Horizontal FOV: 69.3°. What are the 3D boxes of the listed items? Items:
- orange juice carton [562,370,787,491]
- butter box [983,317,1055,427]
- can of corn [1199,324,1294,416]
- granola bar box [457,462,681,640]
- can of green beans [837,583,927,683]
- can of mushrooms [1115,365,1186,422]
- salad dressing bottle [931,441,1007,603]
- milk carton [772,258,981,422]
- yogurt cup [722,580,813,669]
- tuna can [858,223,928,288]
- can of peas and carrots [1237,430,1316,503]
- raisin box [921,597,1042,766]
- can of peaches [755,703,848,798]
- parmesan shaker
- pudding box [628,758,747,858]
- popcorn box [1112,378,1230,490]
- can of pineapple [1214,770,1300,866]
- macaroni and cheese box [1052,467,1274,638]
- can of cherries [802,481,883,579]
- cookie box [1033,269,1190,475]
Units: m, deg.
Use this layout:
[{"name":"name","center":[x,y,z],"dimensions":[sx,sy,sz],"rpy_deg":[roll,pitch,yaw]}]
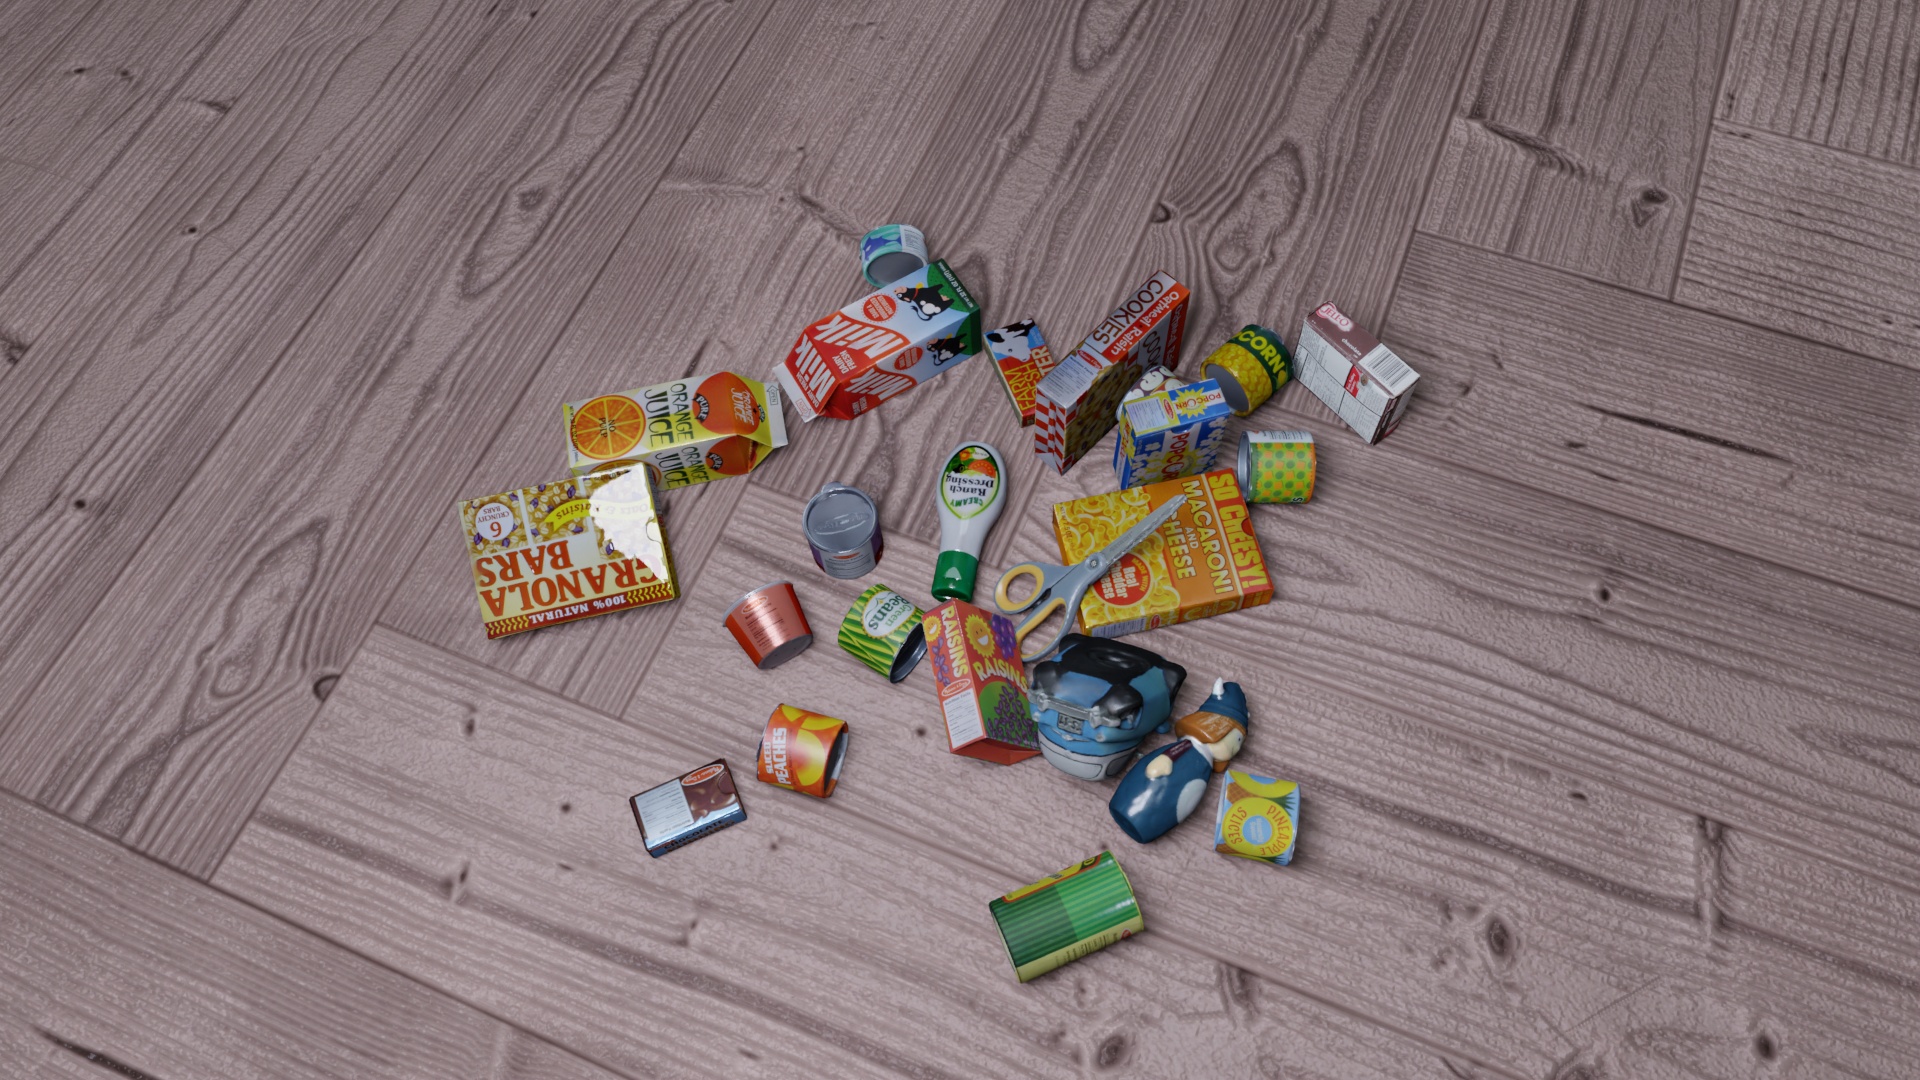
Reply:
[{"name":"orange juice carton","center":[-0.258,-0.098,1.276],"dimensions":[0.193,0.072,0.072],"rpy_deg":[-12,63,-4]},{"name":"butter box","center":[0.063,-0.159,1.320],"dimensions":[0.053,0.024,0.104],"rpy_deg":[-20,64,-7]},{"name":"can of corn","center":[0.265,-0.158,1.284],"dimensions":[0.058,0.071,0.071],"rpy_deg":[-39,68,-15]},{"name":"granola bar box","center":[-0.342,0.009,1.217],"dimensions":[0.166,0.039,0.124],"rpy_deg":[-13,91,-4]},{"name":"can of green beans","center":[-0.063,0.078,1.181],"dimensions":[0.058,0.071,0.071],"rpy_deg":[32,69,18]},{"name":"can of mushrooms","center":[0.178,-0.127,1.275],"dimensions":[0.071,0.070,0.033],"rpy_deg":[-40,69,-16]},{"name":"salad dressing bottle","center":[0.004,-0.016,1.238],"dimensions":[0.064,0.043,0.148],"rpy_deg":[7,64,7]},{"name":"milk carton","center":[-0.079,-0.180,1.310],"dimensions":[0.191,0.073,0.072],"rpy_deg":[-29,66,-11]},{"name":"yogurt cup","center":[-0.162,0.074,1.191],"dimensions":[0.072,0.072,0.054],"rpy_deg":[-29,74,-11]},{"name":"tuna can","center":[-0.067,-0.277,1.364],"dimensions":[0.071,0.070,0.033],"rpy_deg":[-7,64,-1]},{"name":"can of peas and carrots","center":[0.281,-0.063,1.239],"dimensions":[0.059,0.070,0.071],"rpy_deg":[0,63,2]},{"name":"raisin box","center":[0.018,0.117,1.145],"dimensions":[0.040,0.086,0.124],"rpy_deg":[-29,59,28]},{"name":"can of peaches","center":[-0.129,0.173,1.134],"dimensions":[0.058,0.071,0.071],"rpy_deg":[14,65,8]},{"name":"parmesan shaker","center":[0.080,0.287,1.065],"dimensions":[0.103,0.071,0.071],"rpy_deg":[-21,64,-8]},{"name":"pudding box","center":[-0.222,0.219,1.137],"dimensions":[0.084,0.030,0.050],"rpy_deg":[-23,63,-9]},{"name":"popcorn box","center":[0.183,-0.088,1.221],"dimensions":[0.085,0.126,0.038],"rpy_deg":[-15,68,-4]},{"name":"can of pineapple","center":[0.234,0.219,1.094],"dimensions":[0.058,0.070,0.071],"rpy_deg":[9,64,8]},{"name":"macaroni and cheese box","center":[0.175,0.012,1.218],"dimensions":[0.167,0.040,0.124],"rpy_deg":[-12,64,-3]},{"name":"can of cherries","center":[-0.103,-0.009,1.232],"dimensions":[0.071,0.058,0.072],"rpy_deg":[-2,63,3]},{"name":"cookie box","center":[0.135,-0.151,1.257],"dimensions":[0.040,0.122,0.168],"rpy_deg":[40,72,19]}]
